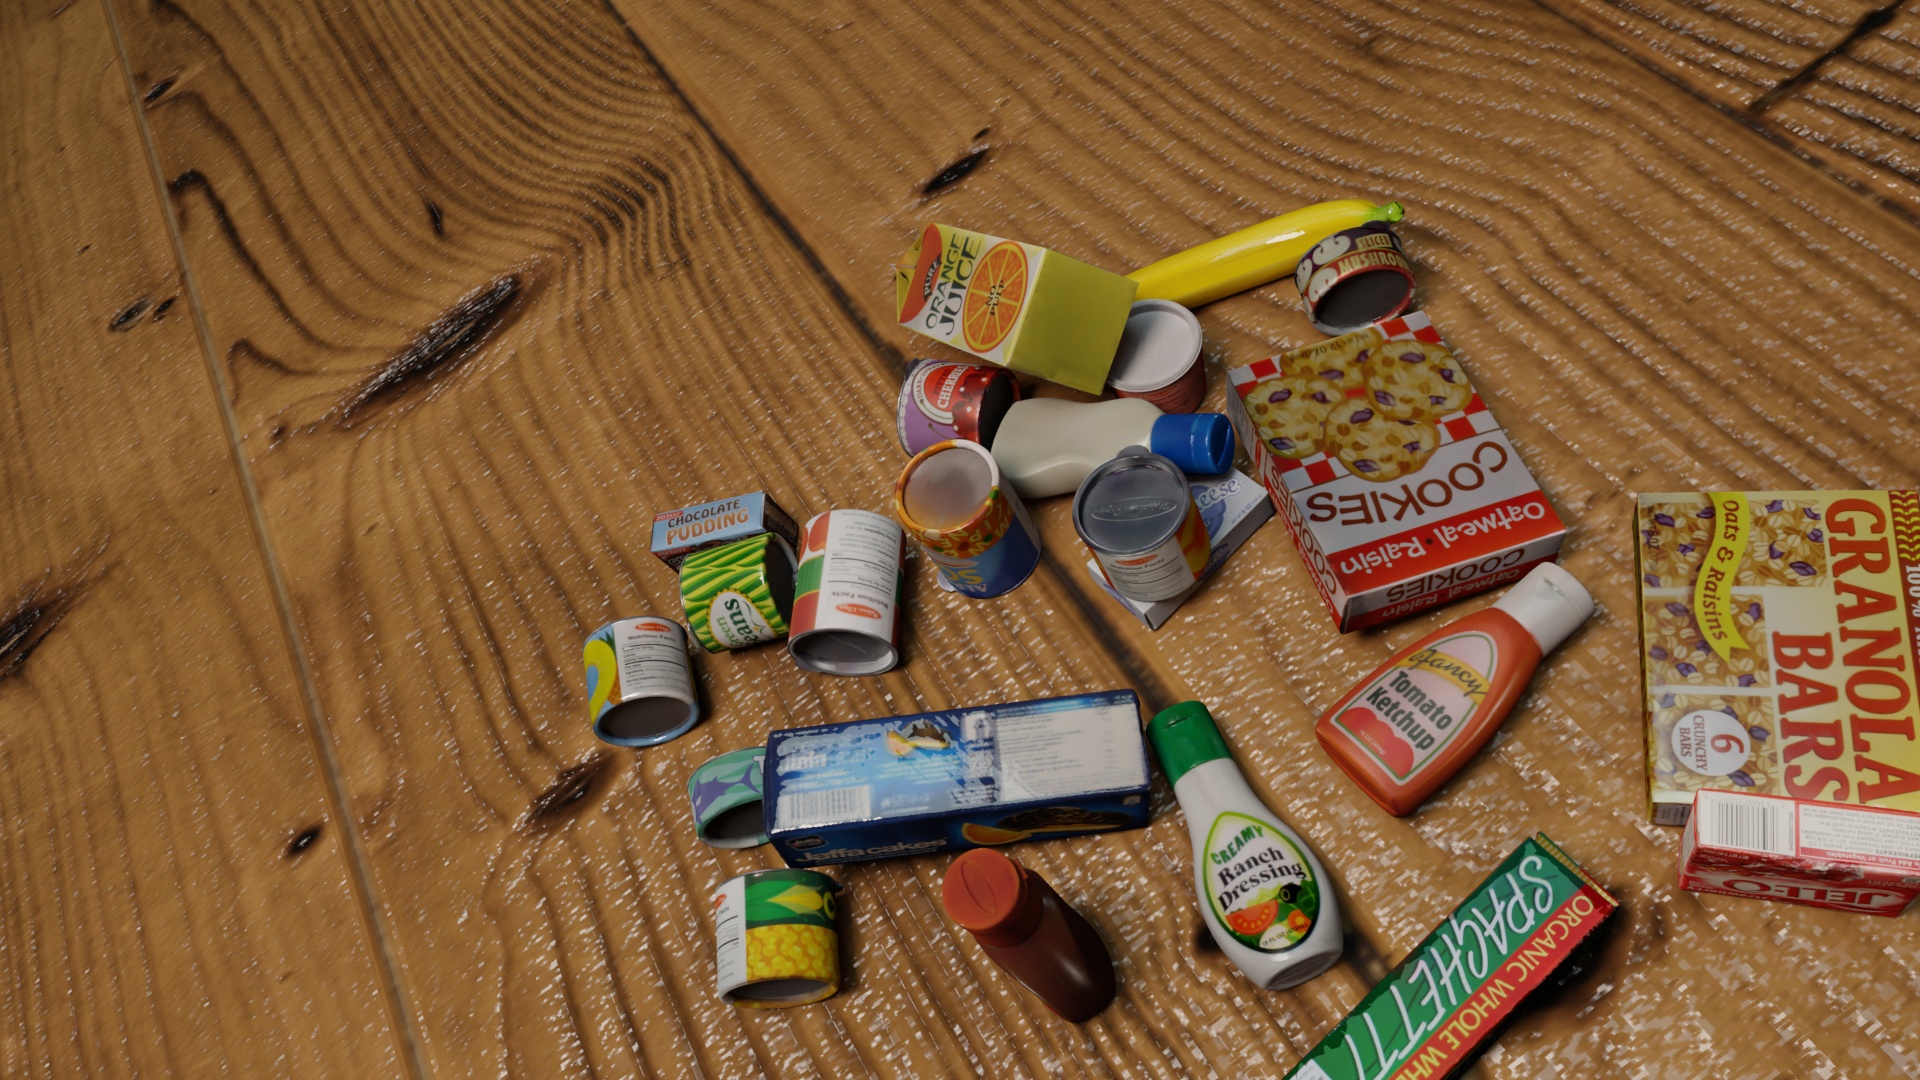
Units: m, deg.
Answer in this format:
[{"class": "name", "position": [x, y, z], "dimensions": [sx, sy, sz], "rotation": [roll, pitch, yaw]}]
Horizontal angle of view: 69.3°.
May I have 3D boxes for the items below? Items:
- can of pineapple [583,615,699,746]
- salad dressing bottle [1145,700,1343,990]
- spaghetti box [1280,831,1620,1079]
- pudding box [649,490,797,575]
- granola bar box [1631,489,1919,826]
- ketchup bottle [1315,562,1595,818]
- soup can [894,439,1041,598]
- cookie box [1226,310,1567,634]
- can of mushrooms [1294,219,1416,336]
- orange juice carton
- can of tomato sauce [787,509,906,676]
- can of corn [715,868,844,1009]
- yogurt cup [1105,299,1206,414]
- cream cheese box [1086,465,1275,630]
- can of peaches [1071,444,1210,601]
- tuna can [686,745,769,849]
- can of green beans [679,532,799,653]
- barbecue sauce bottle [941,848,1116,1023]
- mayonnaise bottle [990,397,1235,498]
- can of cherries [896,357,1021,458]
[{"class": "can of pineapple", "position": [-0.200, 0.090, 0.871], "dimensions": [0.071, 0.070, 0.058], "rotation": [-23, 55, 8]}, {"class": "salad dressing bottle", "position": [0.140, 0.151, 0.708], "dimensions": [0.064, 0.044, 0.148], "rotation": [-27, 54, 4]}, {"class": "spaghetti box", "position": [0.199, 0.239, 0.641], "dimensions": [0.250, 0.028, 0.050], "rotation": [-42, 55, -6]}, {"class": "pudding box", "position": [-0.156, -0.003, 0.916], "dimensions": [0.083, 0.049, 0.030], "rotation": [-11, 59, 16]}, {"class": "granola bar box", "position": [0.394, 0.056, 0.665], "dimensions": [0.124, 0.039, 0.166], "rotation": [0, 61, 22]}, {"class": "ketchup bottle", "position": [0.256, 0.072, 0.710], "dimensions": [0.149, 0.043, 0.065], "rotation": [-40, 54, -4]}, {"class": "soup can", "position": [0.003, -0.010, 0.835], "dimensions": [0.071, 0.083, 0.071], "rotation": [-10, 59, 17]}, {"class": "cookie box", "position": [0.236, -0.041, 0.774], "dimensions": [0.123, 0.040, 0.168], "rotation": [-17, 55, -2]}, {"class": "can of mushrooms", "position": [0.238, -0.156, 0.835], "dimensions": [0.071, 0.071, 0.033], "rotation": [-16, 58, 13]}, {"class": "orange juice carton", "position": [0.023, -0.153, 0.883], "dimensions": [0.193, 0.072, 0.073], "rotation": [33, 107, 58]}, {"class": "can of tomato sauce", "position": [-0.069, 0.033, 0.851], "dimensions": [0.071, 0.071, 0.083], "rotation": [-7, 58, 18]}, {"class": "can of corn", "position": [-0.097, 0.217, 0.754], "dimensions": [0.071, 0.071, 0.058], "rotation": [-16, 57, 13]}, {"class": "yogurt cup", "position": [0.121, -0.108, 0.863], "dimensions": [0.072, 0.053, 0.073], "rotation": [-10, 58, 17]}, {"class": "cream cheese box", "position": [0.129, -0.001, 0.816], "dimensions": [0.104, 0.024, 0.053], "rotation": [-44, 54, -7]}, {"class": "can of peaches", "position": [0.103, -0.009, 0.779], "dimensions": [0.071, 0.058, 0.071], "rotation": [-11, 56, 17]}, {"class": "tuna can", "position": [-0.120, 0.148, 0.801], "dimensions": [0.071, 0.071, 0.033], "rotation": [-25, 56, 7]}, {"class": "can of green beans", "position": [-0.136, 0.033, 0.877], "dimensions": [0.058, 0.071, 0.071], "rotation": [-15, 57, 13]}, {"class": "barbecue sauce bottle", "position": [0.033, 0.186, 0.667], "dimensions": [0.044, 0.148, 0.065], "rotation": [-35, 55, -1]}, {"class": "mayonnaise bottle", "position": [0.090, -0.056, 0.837], "dimensions": [0.148, 0.041, 0.065], "rotation": [2, 58, 36]}, {"class": "can of cherries", "position": [0.000, -0.082, 0.887], "dimensions": [0.058, 0.071, 0.072], "rotation": [11, 66, 27]}]
